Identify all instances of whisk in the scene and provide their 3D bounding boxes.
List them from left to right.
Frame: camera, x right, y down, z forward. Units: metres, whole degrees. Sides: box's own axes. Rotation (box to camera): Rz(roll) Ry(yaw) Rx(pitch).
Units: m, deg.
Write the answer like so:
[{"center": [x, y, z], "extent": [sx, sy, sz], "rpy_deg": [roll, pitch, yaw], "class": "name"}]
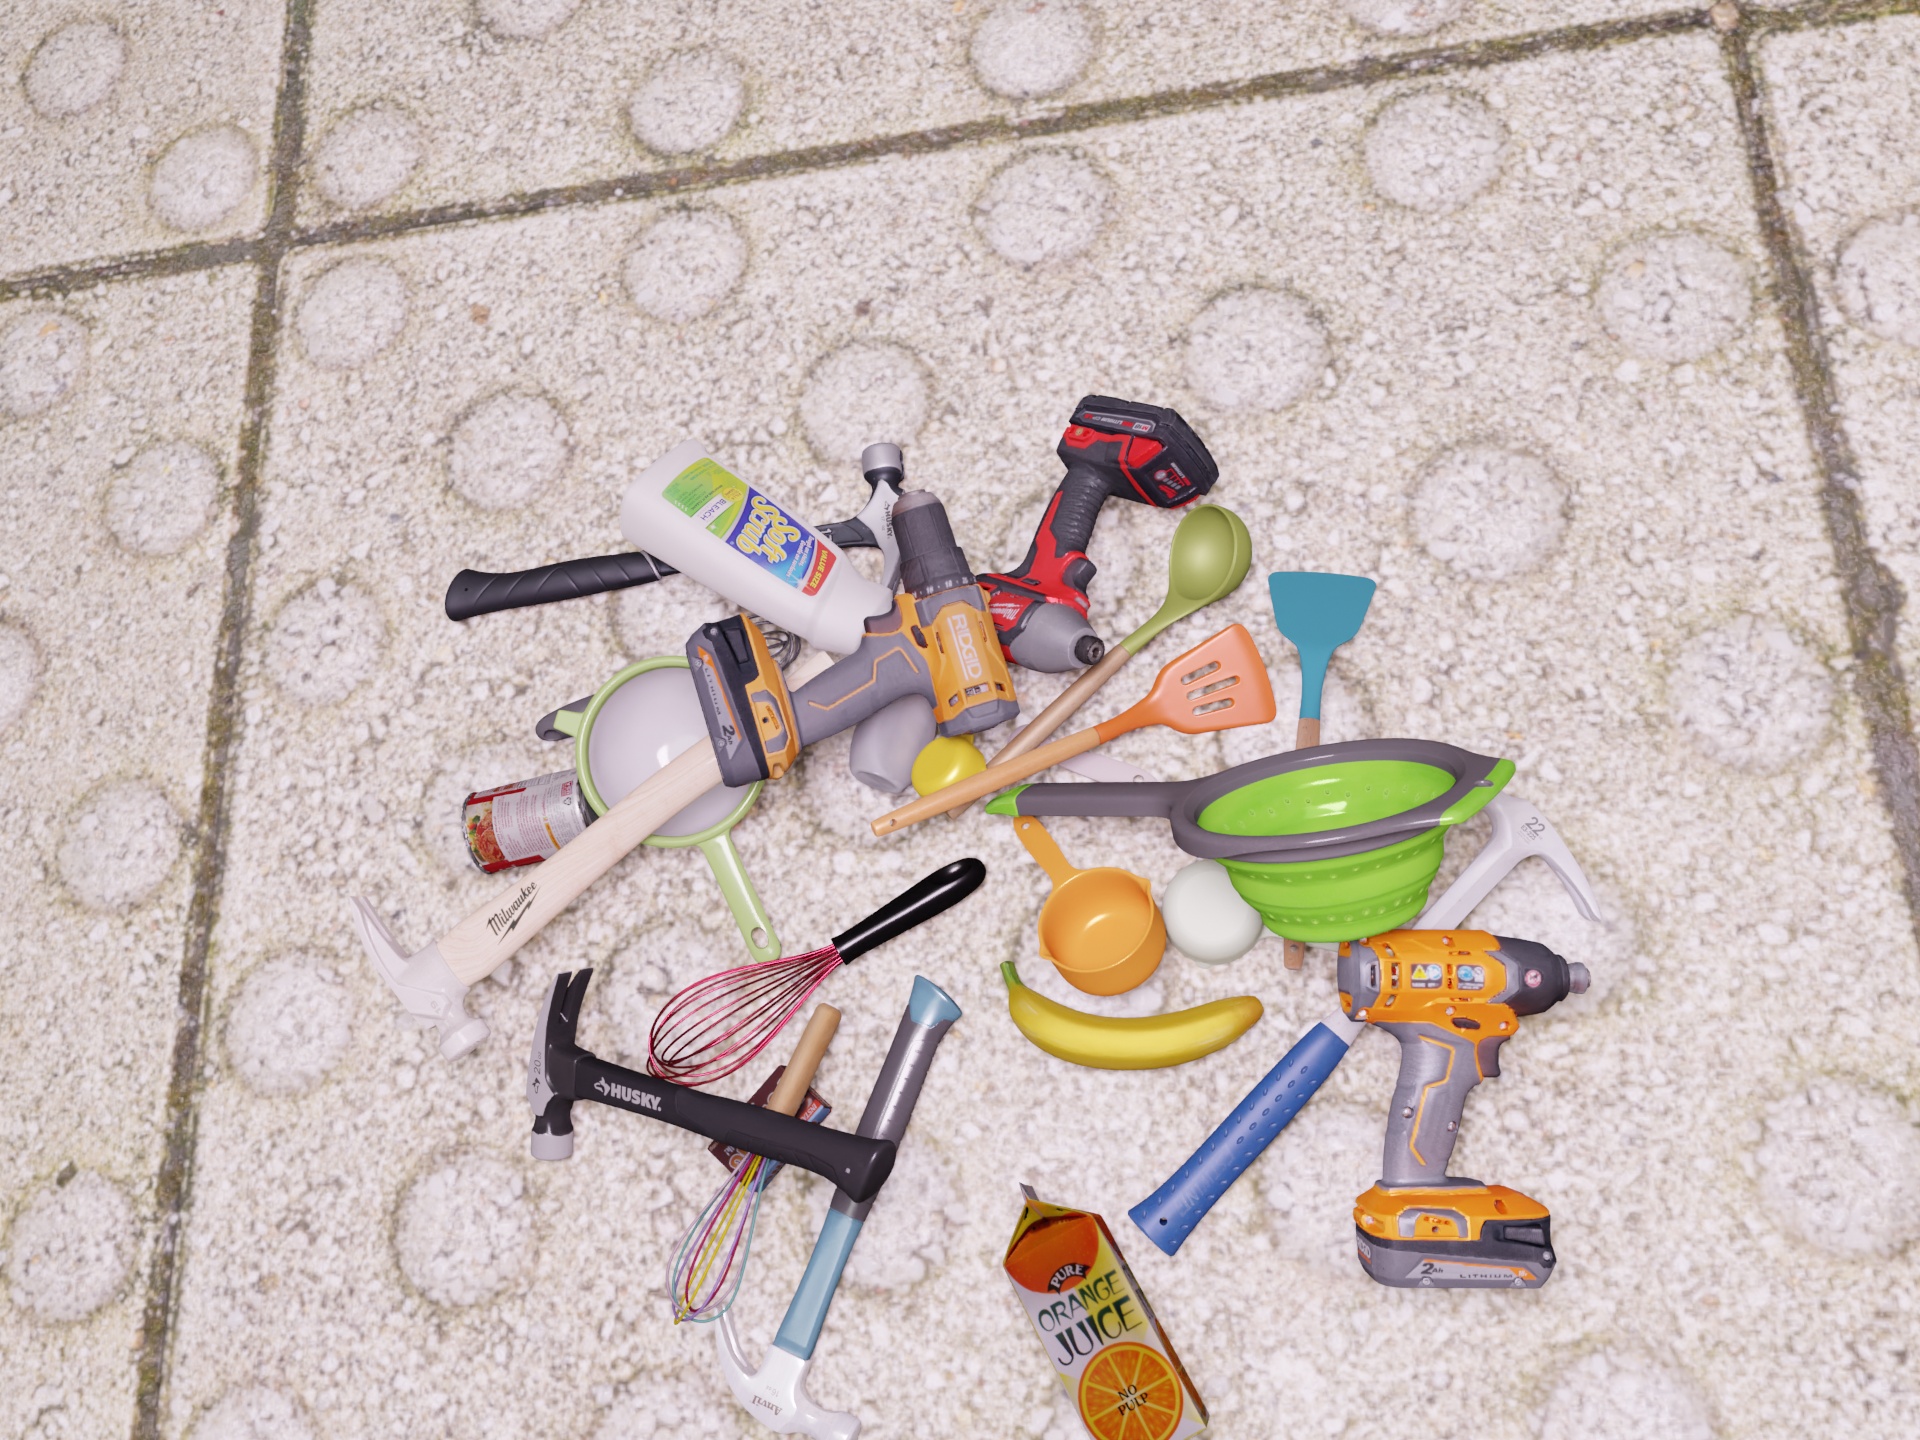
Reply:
[{"center": [-0.242, -0.031, 1.302], "extent": [0.239, 0.055, 0.055], "rpy_deg": [-20, 70, 9], "class": "whisk"}, {"center": [-0.145, 0.318, 1.144], "extent": [0.051, 0.047, 0.245], "rpy_deg": [21, 75, 21], "class": "whisk"}, {"center": [-0.109, 0.185, 1.202], "extent": [0.296, 0.073, 0.073], "rpy_deg": [-31, 70, -5], "class": "whisk"}]

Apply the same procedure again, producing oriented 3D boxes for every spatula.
[{"center": [0.083, 0.020, 1.188], "extent": [0.322, 0.041, 0.081], "rpy_deg": [-22, 96, -15], "class": "spatula"}, {"center": [0.258, 0.028, 1.177], "extent": [0.082, 0.044, 0.318], "rpy_deg": [5, 73, 11], "class": "spatula"}]

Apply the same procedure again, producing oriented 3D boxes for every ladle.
[{"center": [0.101, -0.044, 1.219], "extent": [0.320, 0.062, 0.078], "rpy_deg": [-43, 37, -6], "class": "ladle"}]

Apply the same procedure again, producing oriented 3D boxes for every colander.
[{"center": [0.185, 0.089, 1.110], "extent": [0.397, 0.204, 0.094], "rpy_deg": [-3, 106, 40], "class": "colander"}]

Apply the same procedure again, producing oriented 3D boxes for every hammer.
[{"center": [-0.263, 0.076, 1.208], "extent": [0.410, 0.038, 0.146], "rpy_deg": [-38, 85, -4], "class": "hammer"}, {"center": [-0.241, -0.129, 1.338], "extent": [0.409, 0.036, 0.149], "rpy_deg": [-8, 73, 9], "class": "hammer"}, {"center": [-0.184, 0.271, 1.124], "extent": [0.335, 0.035, 0.146], "rpy_deg": [6, 94, 35], "class": "hammer"}, {"center": [-0.076, 0.347, 1.160], "extent": [0.128, 0.033, 0.331], "rpy_deg": [19, 78, 15], "class": "hammer"}, {"center": [0.275, 0.217, 1.118], "extent": [0.144, 0.035, 0.405], "rpy_deg": [43, 88, 7], "class": "hammer"}]

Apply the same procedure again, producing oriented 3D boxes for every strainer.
[{"center": [-0.201, 0.073, 1.261], "extent": [0.151, 0.069, 0.256], "rpy_deg": [-26, 87, -2], "class": "strainer"}]

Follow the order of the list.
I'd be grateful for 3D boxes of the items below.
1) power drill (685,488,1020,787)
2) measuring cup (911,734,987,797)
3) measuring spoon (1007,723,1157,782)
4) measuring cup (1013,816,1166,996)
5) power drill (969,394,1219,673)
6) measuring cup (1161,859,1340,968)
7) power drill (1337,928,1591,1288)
[{"center": [-0.085, -0.059, 1.166], "extent": [0.226, 0.084, 0.185], "rpy_deg": [-16, 88, -10], "class": "power drill"}, {"center": [-0.002, -0.004, 1.233], "extent": [0.062, 0.029, 0.157], "rpy_deg": [-13, 51, 37], "class": "measuring cup"}, {"center": [0.093, 0.030, 1.227], "extent": [0.124, 0.018, 0.034], "rpy_deg": [18, 78, 19], "class": "measuring spoon"}, {"center": [0.088, 0.133, 1.185], "extent": [0.095, 0.052, 0.174], "rpy_deg": [-34, 43, -2], "class": "measuring cup"}, {"center": [0.097, -0.136, 1.224], "extent": [0.143, 0.078, 0.220], "rpy_deg": [24, 78, 46], "class": "power drill"}, {"center": [0.228, 0.146, 1.155], "extent": [0.167, 0.038, 0.083], "rpy_deg": [10, 76, 15], "class": "measuring cup"}, {"center": [0.338, 0.252, 1.056], "extent": [0.164, 0.084, 0.226], "rpy_deg": [0, 84, 1], "class": "power drill"}]
